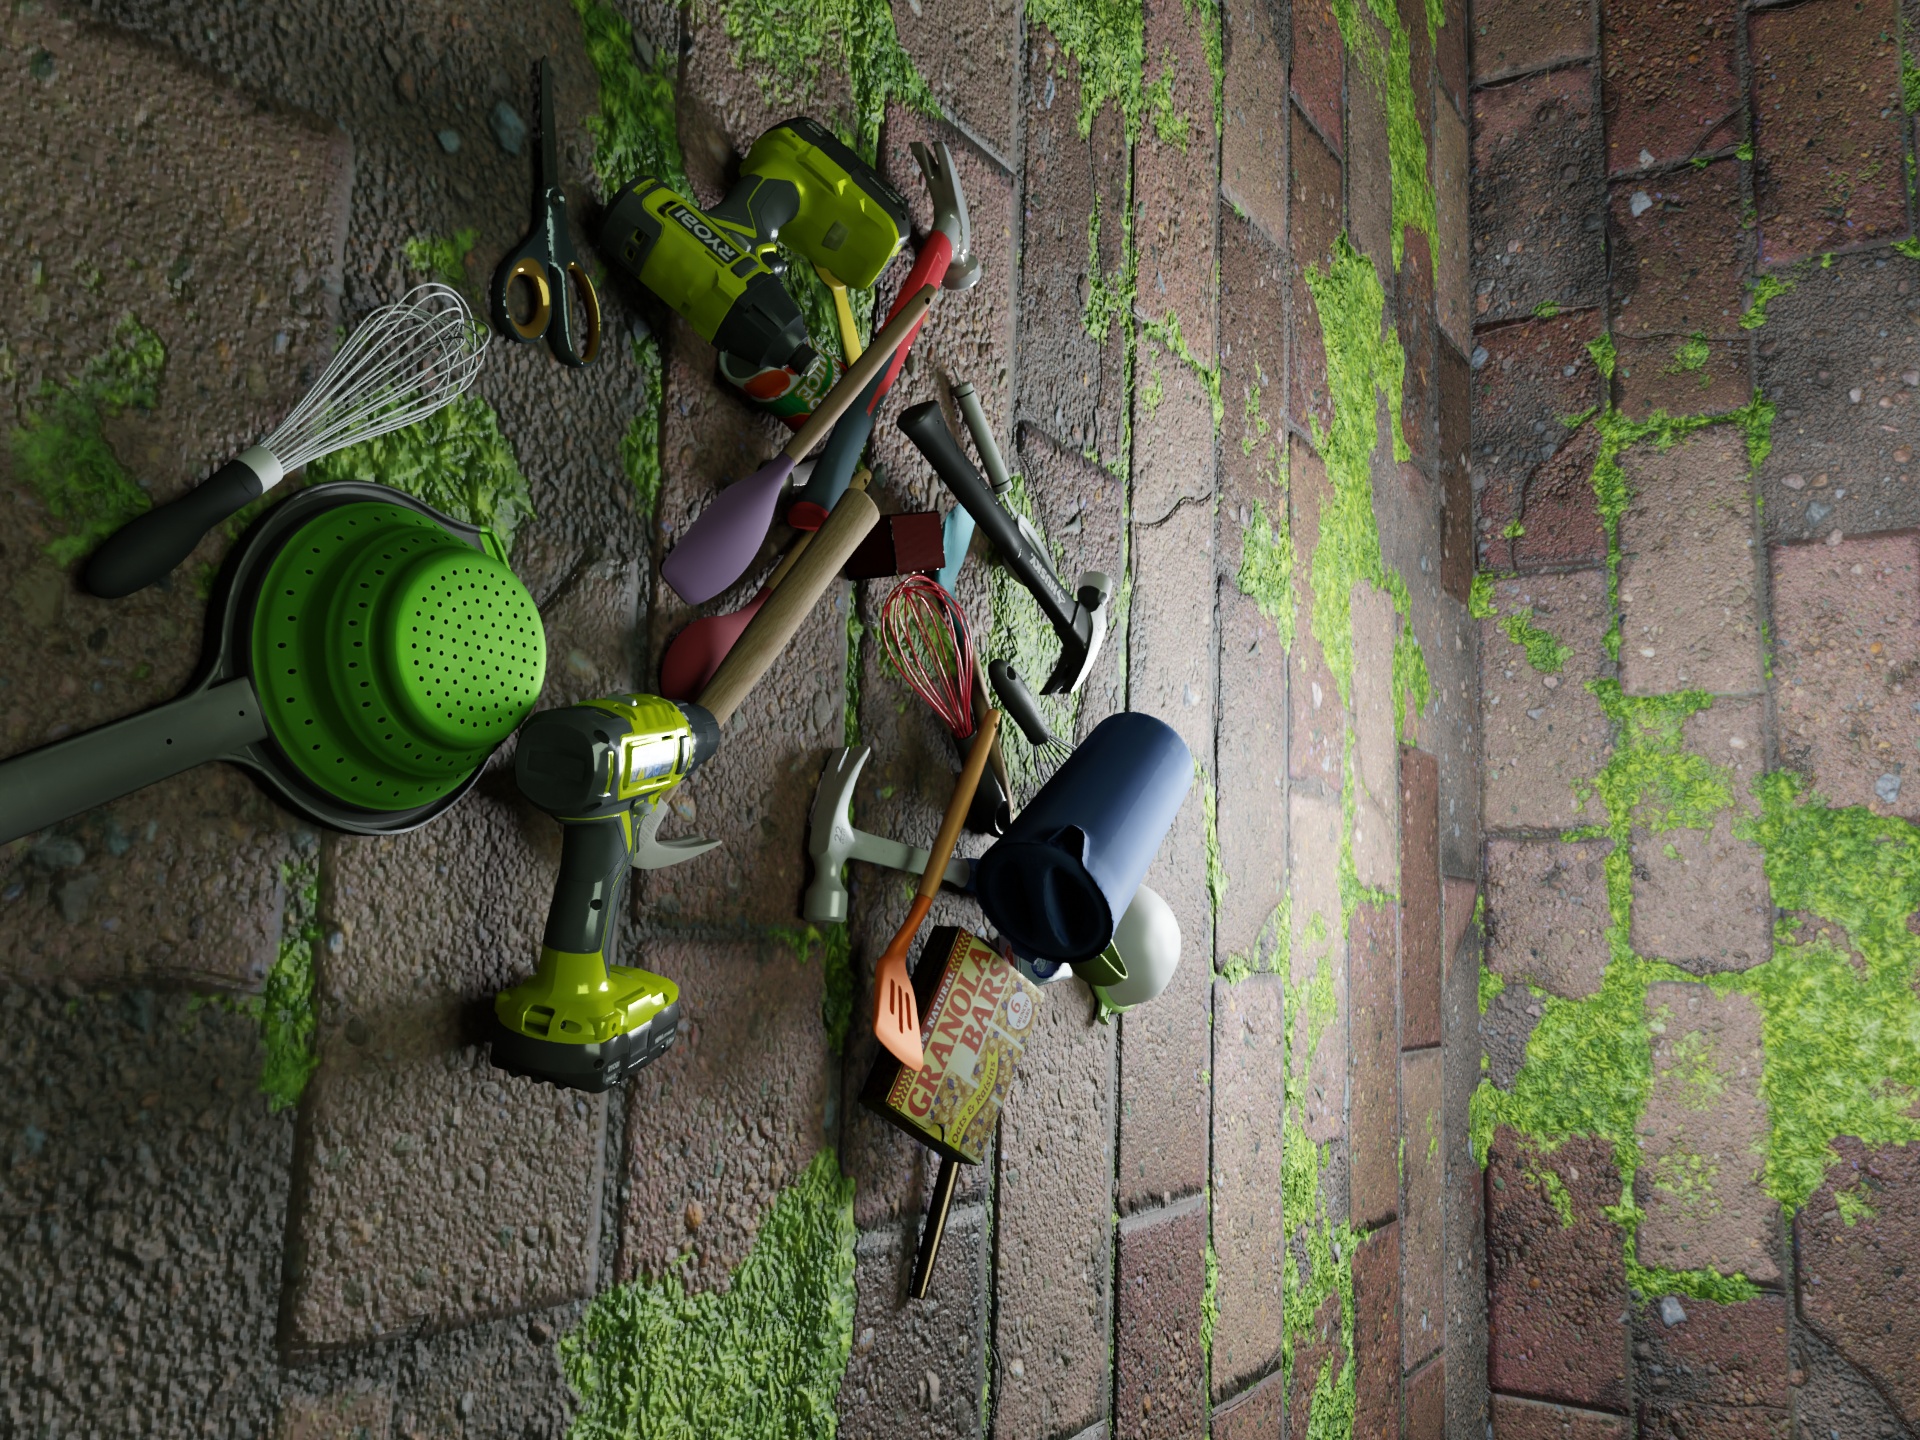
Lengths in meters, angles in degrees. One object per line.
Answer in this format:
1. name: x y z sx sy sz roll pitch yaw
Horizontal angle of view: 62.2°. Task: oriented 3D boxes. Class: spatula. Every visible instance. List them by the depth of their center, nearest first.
1. spatula: -0.112 -0.212 1.188 0.316 0.018 0.059 -54 135 -16
2. spatula: -0.014 0.127 1.316 0.080 0.041 0.323 52 50 -45
3. spatula: 0.020 -0.047 1.455 0.082 0.044 0.317 -46 126 -58

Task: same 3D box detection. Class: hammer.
1. hammer: -0.153 -0.036 1.128 0.331 0.031 0.129 -57 137 -25
2. hammer: -0.065 -0.312 1.312 0.143 0.038 0.387 70 32 -49
3. hammer: 0.040 -0.158 1.406 0.334 0.035 0.146 48 49 -43
4. hammer: -0.003 0.128 1.410 0.405 0.035 0.144 22 69 -55

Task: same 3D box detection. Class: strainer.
1. strainer: 0.040 -0.214 1.507 0.087 0.050 0.258 -75 144 -66
2. strainer: 0.187 0.184 1.676 0.151 0.069 0.256 -23 108 -56

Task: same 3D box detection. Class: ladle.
1. ladle: -0.138 -0.111 1.228 0.316 0.031 0.069 -59 137 -44
2. ladle: 0.183 0.139 1.618 0.078 0.062 0.320 48 49 -20

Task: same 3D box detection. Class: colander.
1. colander: -0.342 -0.011 0.826 0.397 0.094 0.204 -34 116 -54

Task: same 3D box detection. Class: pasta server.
1. pasta server: -0.003 0.345 1.403 0.060 0.040 0.316 40 59 -49

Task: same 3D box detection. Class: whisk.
1. whisk: -0.357 -0.153 0.859 0.285 0.070 0.070 -54 131 -40
2. whisk: -0.002 -0.004 1.407 0.073 0.073 0.295 -60 141 -41
3. whisk: 0.076 0.011 1.508 0.238 0.055 0.055 55 43 -50

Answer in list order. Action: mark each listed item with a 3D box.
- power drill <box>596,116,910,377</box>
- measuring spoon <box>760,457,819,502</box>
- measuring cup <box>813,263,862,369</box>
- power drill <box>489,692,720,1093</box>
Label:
1. power drill: -0.134 -0.341 1.151 0.171 0.080 0.223 40 43 -3
2. measuring spoon: -0.118 -0.198 1.272 0.124 0.018 0.034 -28 111 -56
3. measuring cup: -0.086 -0.341 1.324 0.062 0.029 0.156 -34 116 -54
4. power drill: -0.211 0.095 0.982 0.190 0.080 0.228 -17 116 -74
